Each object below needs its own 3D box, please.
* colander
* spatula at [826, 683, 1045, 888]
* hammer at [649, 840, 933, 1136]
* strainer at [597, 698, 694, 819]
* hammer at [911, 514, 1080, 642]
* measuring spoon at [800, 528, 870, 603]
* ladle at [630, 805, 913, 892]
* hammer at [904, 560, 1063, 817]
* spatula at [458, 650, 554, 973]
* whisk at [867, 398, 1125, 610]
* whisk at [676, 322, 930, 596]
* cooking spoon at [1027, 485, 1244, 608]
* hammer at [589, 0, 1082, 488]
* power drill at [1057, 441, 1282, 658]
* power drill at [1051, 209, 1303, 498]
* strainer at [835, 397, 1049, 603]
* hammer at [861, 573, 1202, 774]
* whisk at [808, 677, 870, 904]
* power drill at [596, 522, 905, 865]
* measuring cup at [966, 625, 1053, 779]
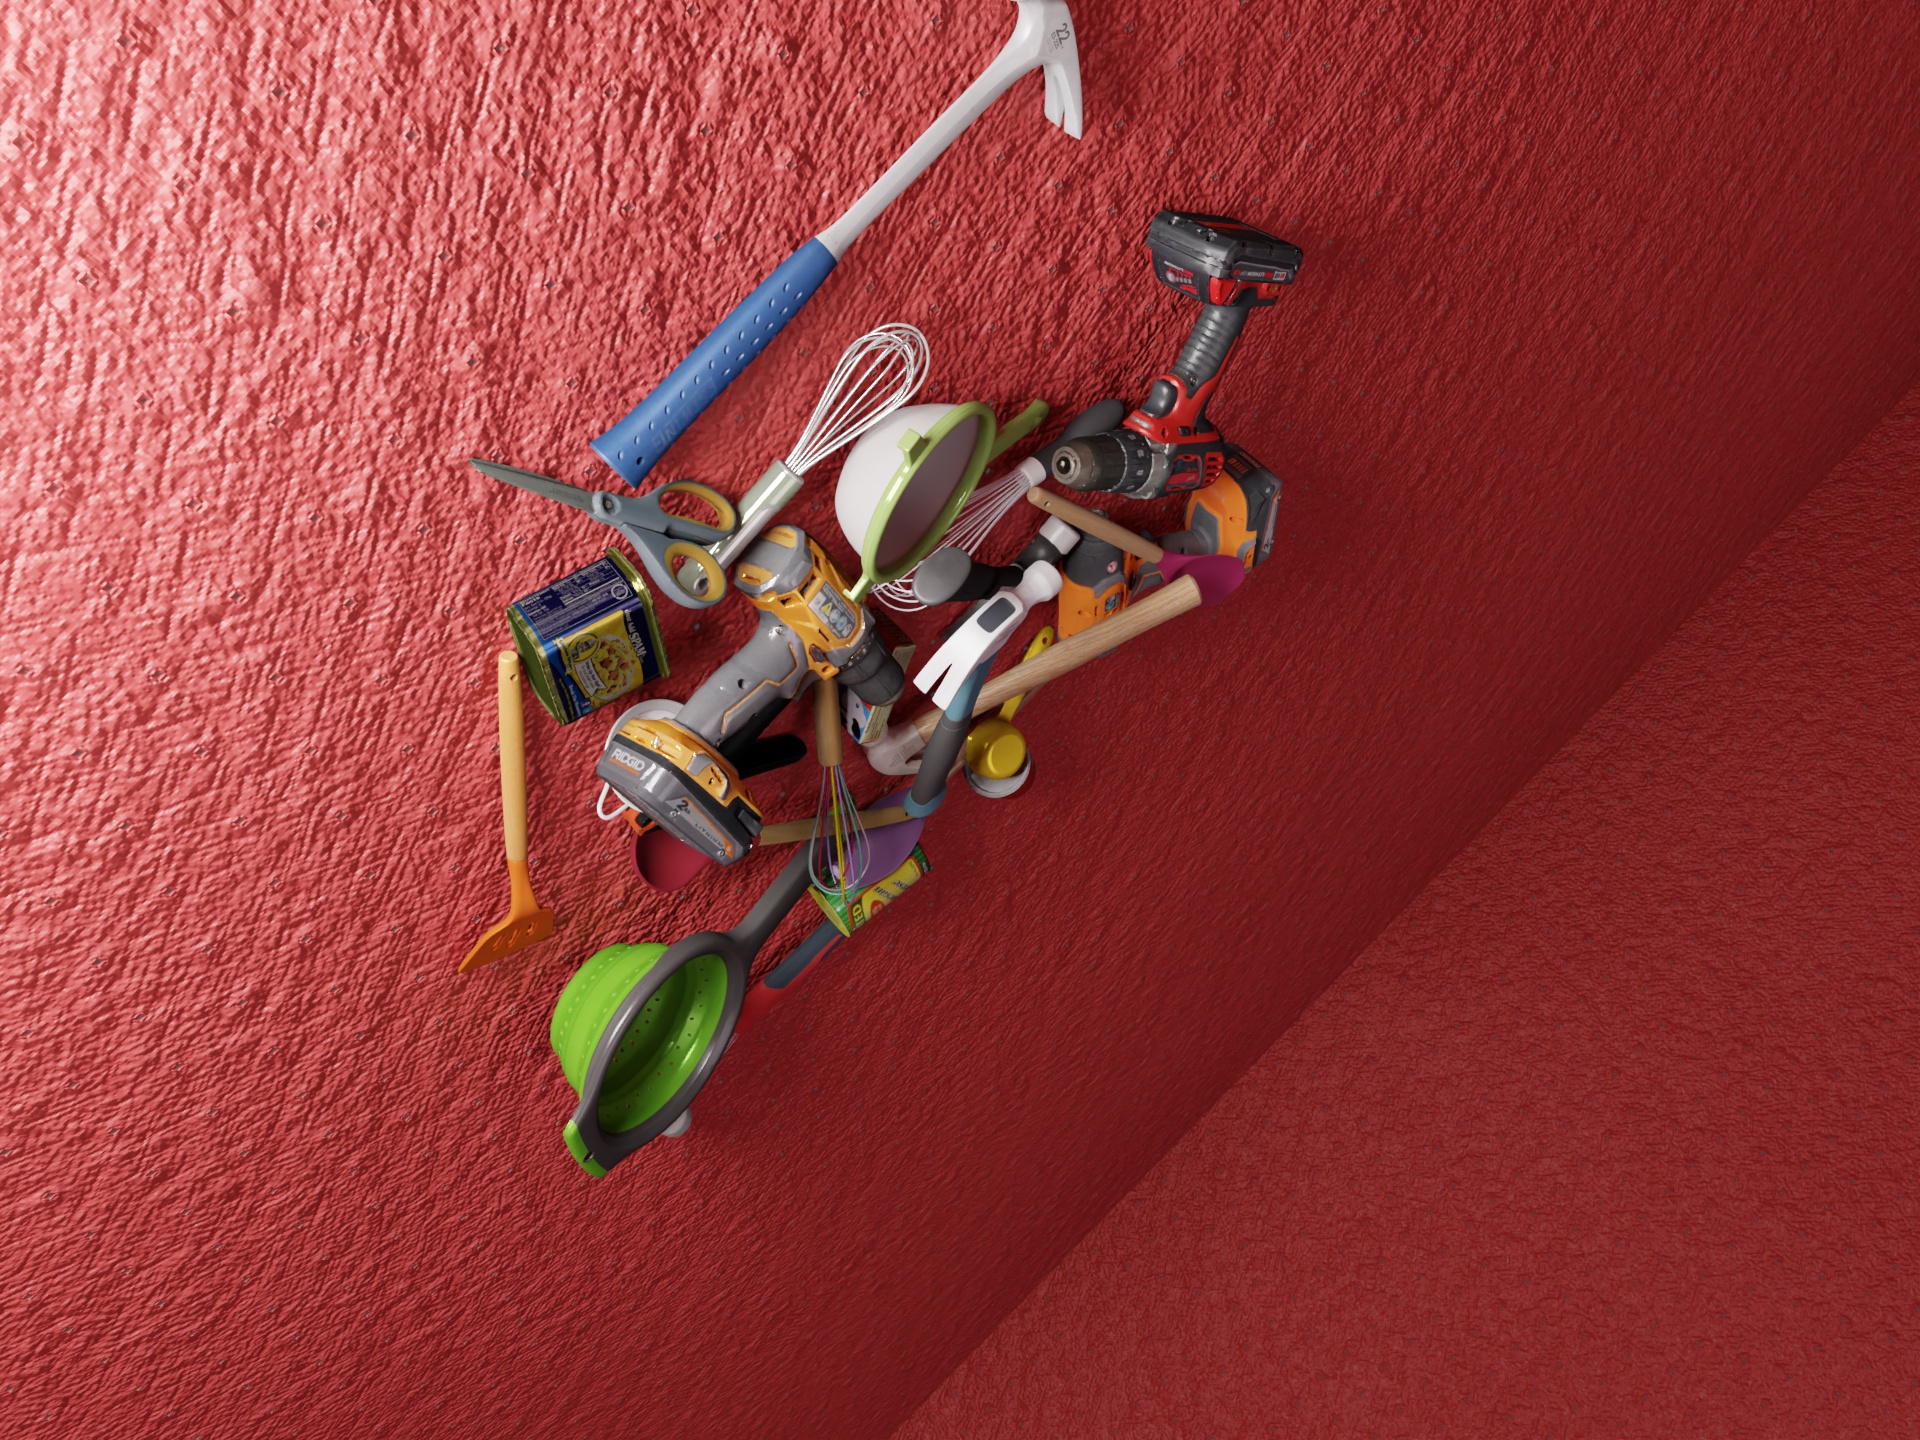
[{"bbox_3d":[-0.234,0.200,1.388,0.397,0.094,0.204,-52,155,-28],"label":"colander"},{"bbox_3d":[-0.003,0.040,1.509,0.316,0.060,0.018,-45,177,-14],"label":"spatula"},{"bbox_3d":[-0.182,0.250,1.549,0.386,0.038,0.143,-44,149,-4],"label":"hammer"},{"bbox_3d":[-0.183,-0.019,1.212,0.258,0.050,0.086,-43,119,-16],"label":"strainer"},{"bbox_3d":[0.014,-0.104,1.242,0.146,0.035,0.335,-49,174,11],"label":"hammer"},{"bbox_3d":[-0.098,-0.117,1.216,0.116,0.011,0.021,40,69,-57],"label":"measuring spoon"},{"bbox_3d":[-0.155,0.096,1.369,0.315,0.031,0.069,-6,93,-44],"label":"ladle"},{"bbox_3d":[-0.002,-0.004,1.327,0.128,0.033,0.330,-41,166,-28],"label":"hammer"},{"bbox_3d":[-0.329,0.076,1.161,0.081,0.041,0.322,-22,139,-35],"label":"spatula"},{"bbox_3d":[0.032,-0.181,1.279,0.284,0.070,0.070,-39,150,-23],"label":"whisk"},{"bbox_3d":[-0.112,-0.177,1.102,0.246,0.059,0.057,-46,159,10],"label":"whisk"},{"bbox_3d":[0.156,-0.150,1.375,0.068,0.017,0.318,-43,146,23],"label":"cooking spoon"},{"bbox_3d":[-0.074,-0.301,1.007,0.405,0.035,0.144,-46,151,-1],"label":"hammer"},{"bbox_3d":[0.187,-0.167,1.467,0.226,0.084,0.164,-30,146,-19],"label":"power drill"},{"bbox_3d":[0.166,-0.281,1.267,0.188,0.080,0.226,-13,129,-45],"label":"power drill"},{"bbox_3d":[-0.017,-0.202,1.183,0.256,0.069,0.151,-44,164,-47],"label":"strainer"},{"bbox_3d":[0.065,-0.041,1.425,0.331,0.031,0.130,-27,155,1],"label":"hammer"},{"bbox_3d":[-0.109,0.051,1.343,0.047,0.051,0.244,-47,141,-52],"label":"whisk"},{"bbox_3d":[-0.141,-0.006,1.177,0.226,0.084,0.185,-56,138,-14],"label":"power drill"},{"bbox_3d":[0.057,-0.016,1.497,0.062,0.029,0.156,25,91,-39],"label":"measuring cup"}]
